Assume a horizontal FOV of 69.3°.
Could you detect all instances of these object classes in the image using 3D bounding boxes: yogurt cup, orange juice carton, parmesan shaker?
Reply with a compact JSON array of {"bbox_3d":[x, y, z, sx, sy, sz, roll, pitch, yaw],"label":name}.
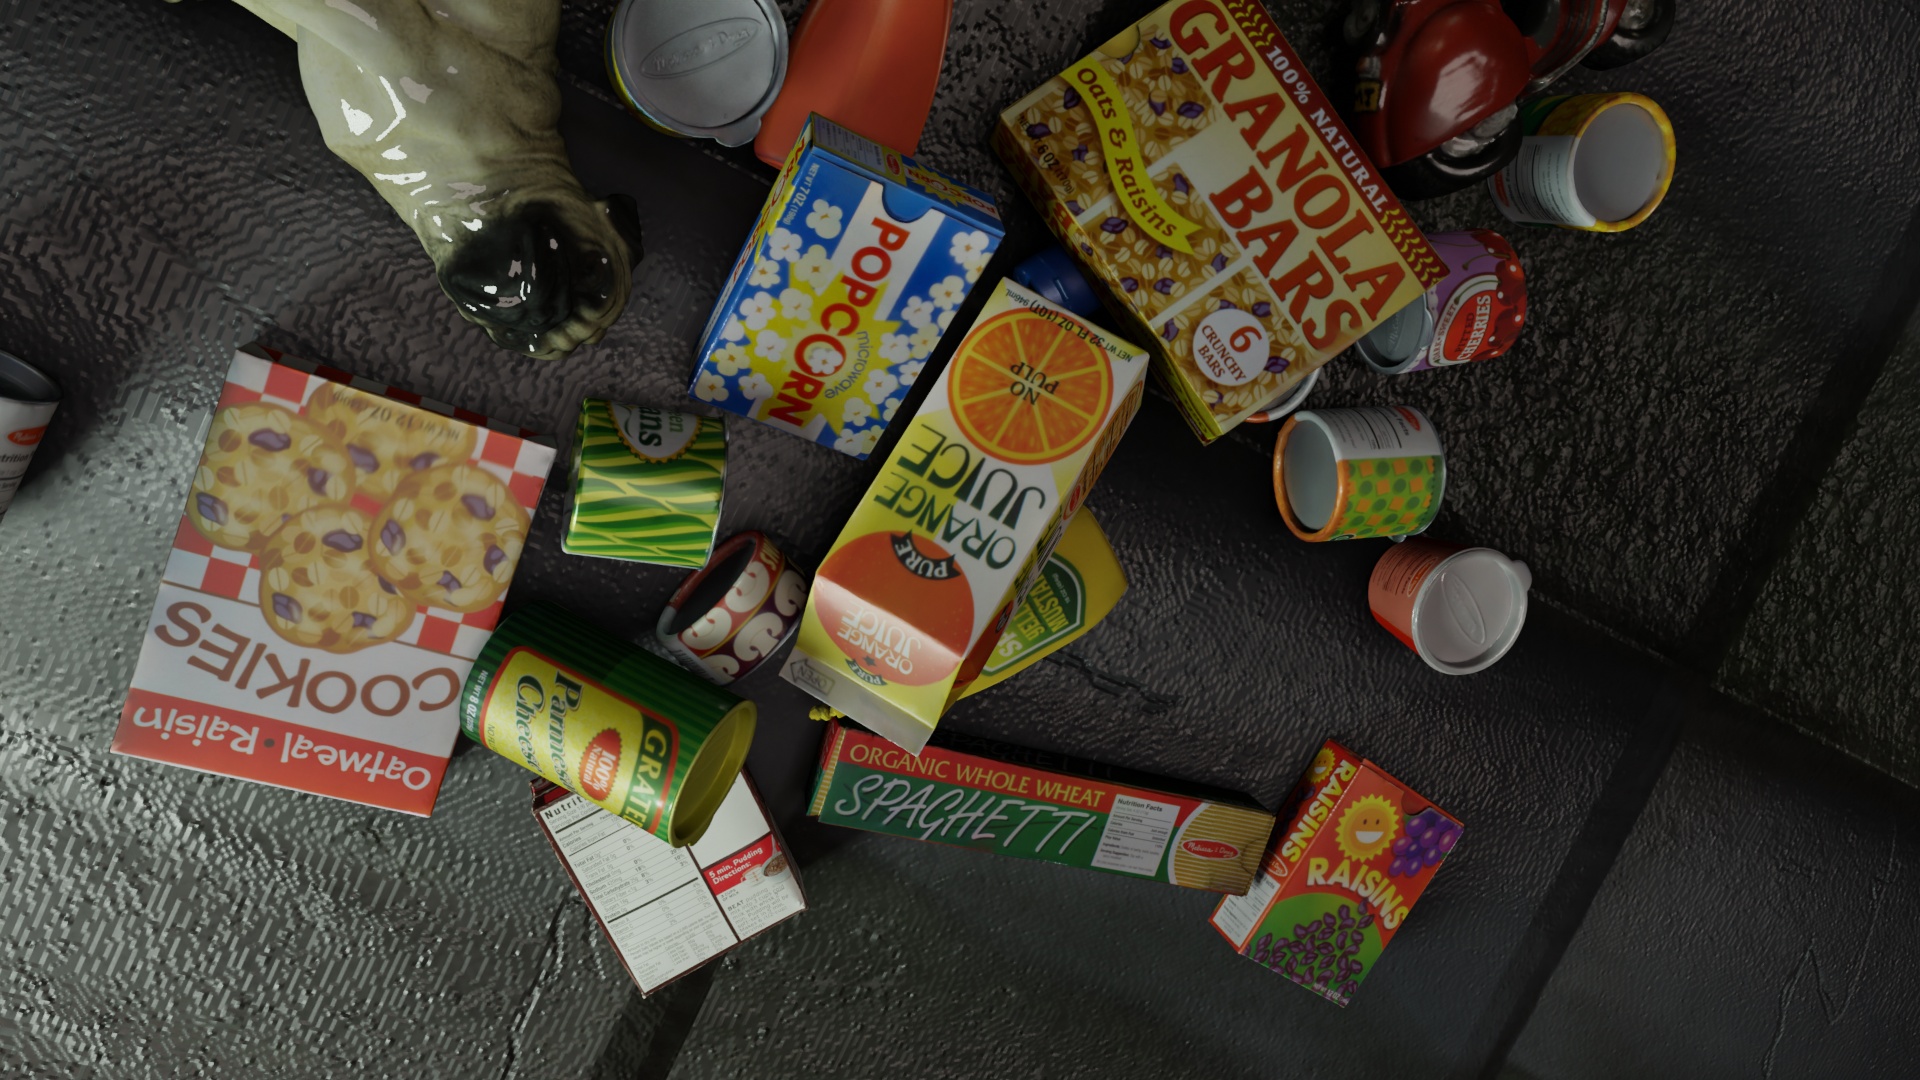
[{"bbox_3d":[0.252,0.031,0.730,0.072,0.054,0.072,-5,106,-17],"label":"yogurt cup"},{"bbox_3d":[0.002,-0.007,0.594,0.072,0.073,0.193,30,81,11],"label":"orange juice carton"},{"bbox_3d":[-0.147,0.077,0.579,0.103,0.071,0.071,24,97,11],"label":"parmesan shaker"}]

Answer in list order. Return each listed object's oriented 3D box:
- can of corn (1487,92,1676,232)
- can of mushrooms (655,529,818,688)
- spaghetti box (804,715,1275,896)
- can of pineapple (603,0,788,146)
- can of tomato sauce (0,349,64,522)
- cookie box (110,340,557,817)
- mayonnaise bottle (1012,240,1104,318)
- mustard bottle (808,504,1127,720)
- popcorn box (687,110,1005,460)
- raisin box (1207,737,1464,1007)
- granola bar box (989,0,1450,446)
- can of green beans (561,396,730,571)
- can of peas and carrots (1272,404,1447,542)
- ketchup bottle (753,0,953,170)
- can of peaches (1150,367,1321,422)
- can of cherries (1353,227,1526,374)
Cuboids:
[{"bbox_3d":[0.310,-0.189,0.689,0.071,0.058,0.071,-5,106,-17],"label":"can of corn"},{"bbox_3d":[-0.097,0.028,0.606,0.071,0.071,0.033,-45,112,-3],"label":"can of mushrooms"},{"bbox_3d":[0.044,0.134,0.701,0.250,0.029,0.050,15,99,-21],"label":"spaghetti box"},{"bbox_3d":[-0.106,-0.191,0.550,0.071,0.058,0.070,-5,106,-17],"label":"can of pineapple"},{"bbox_3d":[-0.377,-0.030,0.497,0.071,0.071,0.083,27,95,-23],"label":"can of tomato sauce"},{"bbox_3d":[-0.252,0.019,0.566,0.123,0.040,0.167,18,97,-22],"label":"cookie box"},{"bbox_3d":[0.095,-0.146,0.639,0.148,0.041,0.064,-31,103,-7],"label":"mayonnaise bottle"},{"bbox_3d":[0.000,0.042,0.651,0.160,0.049,0.065,-34,109,-8],"label":"mustard bottle"},{"bbox_3d":[-0.050,-0.101,0.576,0.085,0.038,0.126,20,125,-21],"label":"popcorn box"},{"bbox_3d":[0.207,0.182,0.762,0.086,0.040,0.123,32,92,-22],"label":"raisin box"},{"bbox_3d":[0.110,-0.144,0.597,0.124,0.039,0.165,-35,90,-7],"label":"granola bar box"},{"bbox_3d":[-0.132,-0.024,0.580,0.058,0.071,0.071,8,101,-20],"label":"can of green beans"},{"bbox_3d":[0.195,-0.031,0.689,0.059,0.071,0.070,-4,105,-17],"label":"can of peas and carrots"},{"bbox_3d":[-0.032,-0.217,0.575,0.065,0.043,0.148,19,97,-22],"label":"ketchup bottle"},{"bbox_3d":[0.127,-0.093,0.653,0.071,0.058,0.071,-5,106,-17],"label":"can of peaches"},{"bbox_3d":[0.232,-0.115,0.676,0.058,0.071,0.071,-9,107,-17],"label":"can of cherries"}]
